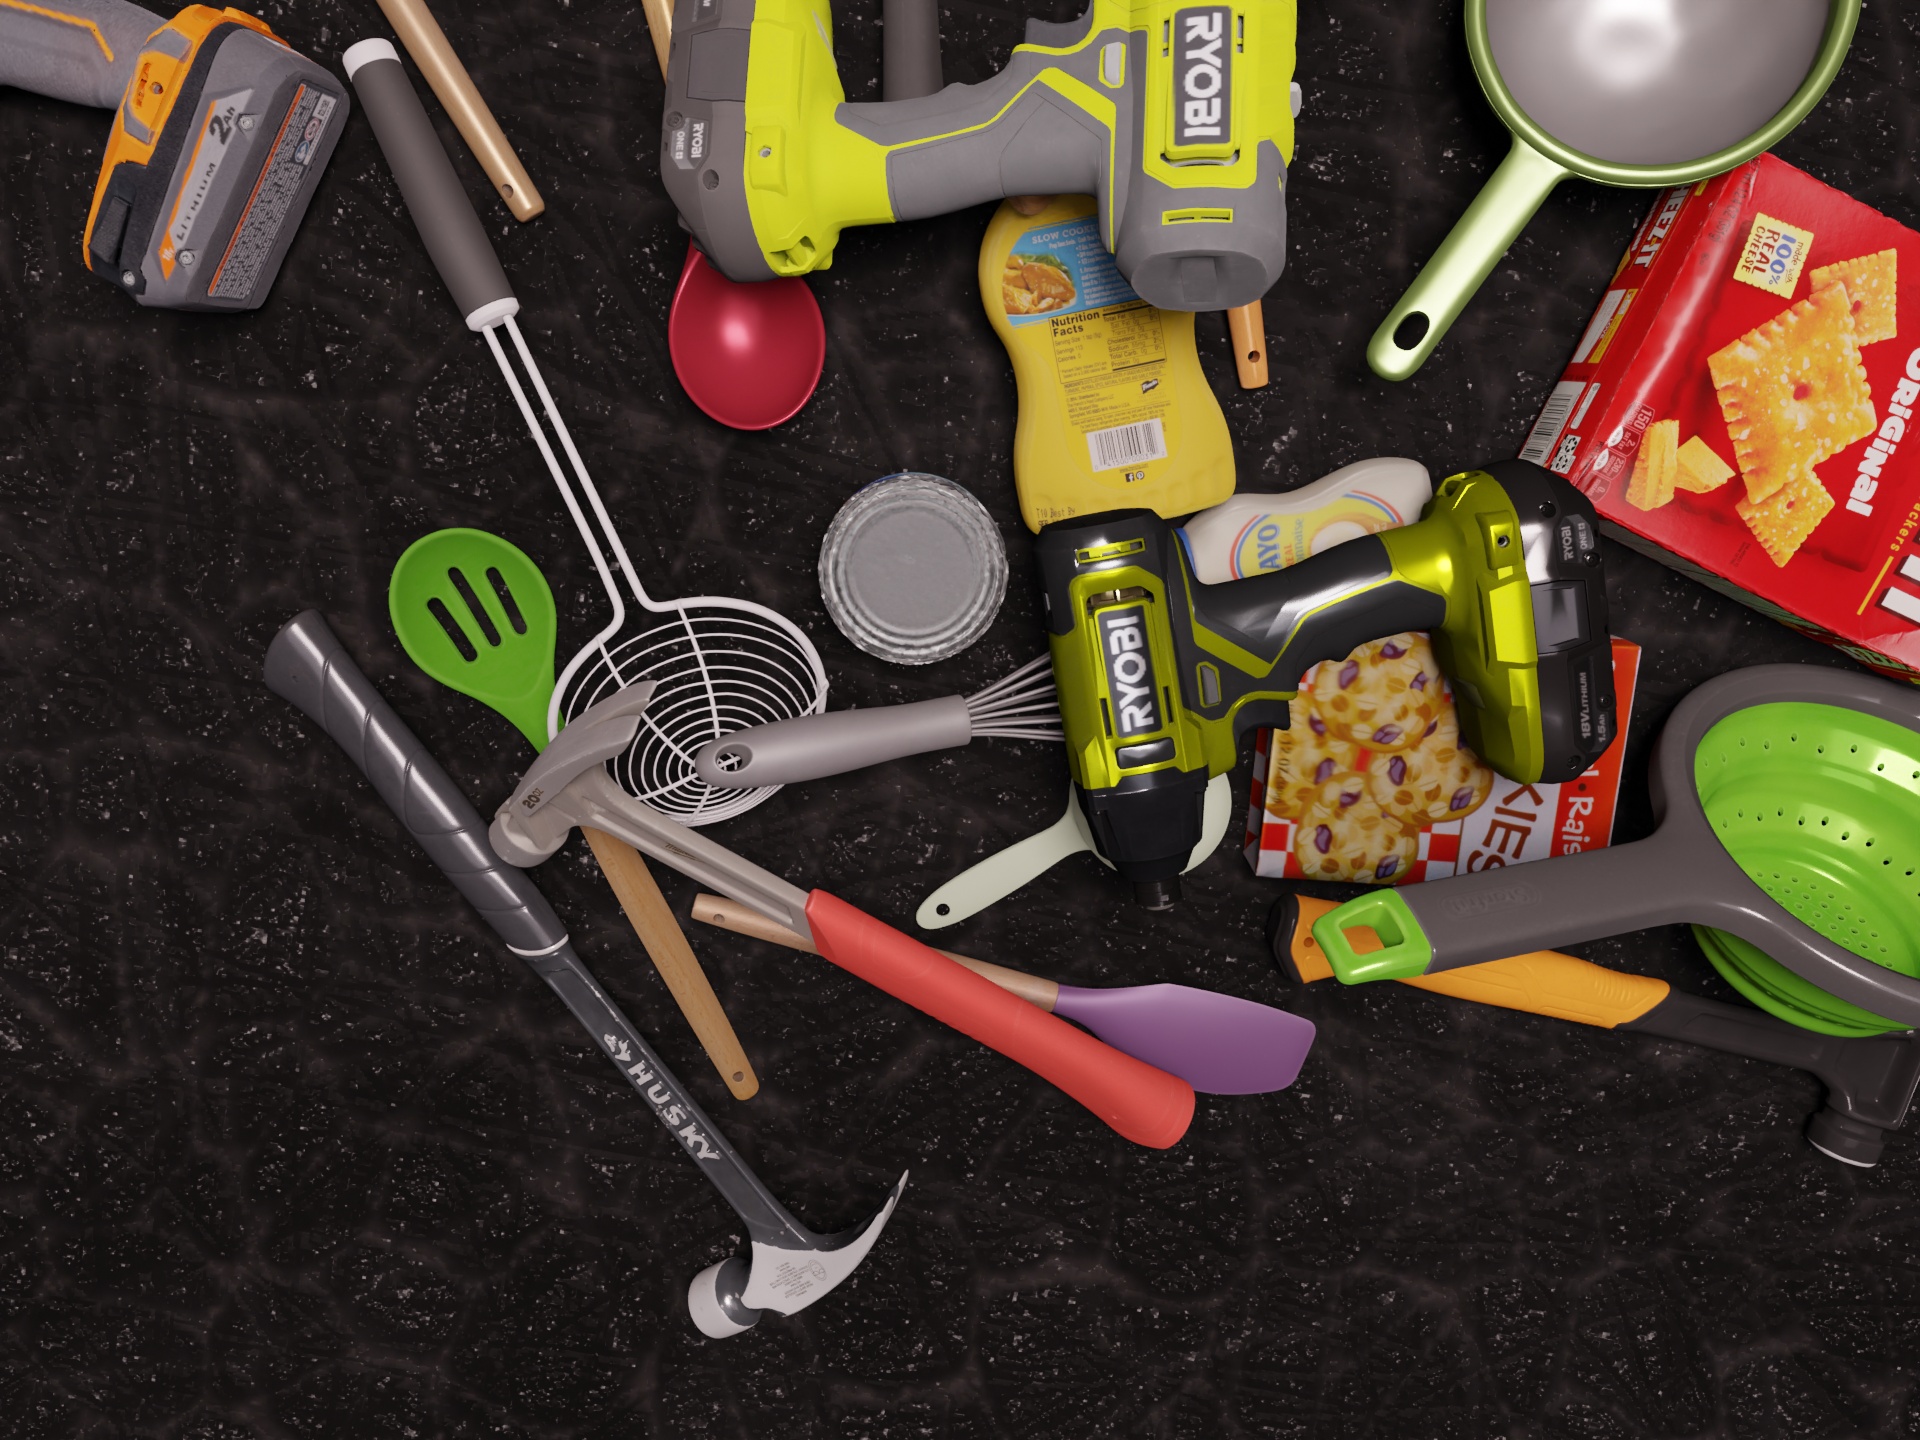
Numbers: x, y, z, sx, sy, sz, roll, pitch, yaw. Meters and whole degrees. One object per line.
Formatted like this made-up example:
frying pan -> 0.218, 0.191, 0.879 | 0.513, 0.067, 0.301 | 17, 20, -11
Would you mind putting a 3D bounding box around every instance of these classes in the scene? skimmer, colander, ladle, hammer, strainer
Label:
skimmer -> -0.177, -0.119, 0.712 | 0.127, 0.090, 0.363 | -25, 94, -2
colander -> 0.327, 0.086, 0.702 | 0.397, 0.205, 0.094 | -8, 137, -17
ladle -> -0.122, -0.281, 0.683 | 0.069, 0.031, 0.315 | -14, 101, -1
hammer -> -0.030, 0.104, 0.719 | 0.358, 0.037, 0.149 | 32, 143, -21
hammer -> -0.185, 0.118, 0.753 | 0.149, 0.036, 0.409 | -32, 99, 30
hammer -> 0.318, 0.129, 0.788 | 0.337, 0.034, 0.127 | 13, 103, -5
strainer -> 0.255, -0.250, 0.675 | 0.151, 0.069, 0.256 | 37, 100, 7

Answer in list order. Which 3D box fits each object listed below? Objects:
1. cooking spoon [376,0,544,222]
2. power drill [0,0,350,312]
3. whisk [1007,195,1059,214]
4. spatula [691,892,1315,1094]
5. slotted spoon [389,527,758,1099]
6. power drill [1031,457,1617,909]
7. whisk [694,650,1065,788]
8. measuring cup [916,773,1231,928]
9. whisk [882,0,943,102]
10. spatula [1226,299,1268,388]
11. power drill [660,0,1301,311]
cooking spoon -> -0.268, -0.354, 0.664 | 0.069, 0.017, 0.318 | -25, 104, 24
power drill -> -0.391, -0.258, 0.654 | 0.226, 0.084, 0.164 | 30, 101, -4
whisk -> 0.113, -0.290, 0.645 | 0.245, 0.051, 0.047 | -43, 92, -4
spatula -> 0.021, 0.133, 0.788 | 0.316, 0.018, 0.059 | 16, 114, -6
slotted spoon -> -0.173, 0.052, 0.758 | 0.070, 0.031, 0.313 | -28, 105, -8
power drill -> 0.153, -0.018, 0.679 | 0.223, 0.080, 0.171 | -11, 103, -2
whisk -> -0.001, -0.003, 0.710 | 0.239, 0.055, 0.055 | -11, 104, -18
measuring cup -> 0.053, 0.061, 0.761 | 0.167, 0.038, 0.083 | -30, 102, 3
whisk -> -0.023, -0.365, 0.651 | 0.073, 0.073, 0.295 | -2, 108, -1
spatula -> 0.103, -0.306, 0.687 | 0.081, 0.041, 0.322 | -12, 107, 0
power drill -> 0.012, -0.251, 0.601 | 0.228, 0.080, 0.191 | 1, 80, 11
